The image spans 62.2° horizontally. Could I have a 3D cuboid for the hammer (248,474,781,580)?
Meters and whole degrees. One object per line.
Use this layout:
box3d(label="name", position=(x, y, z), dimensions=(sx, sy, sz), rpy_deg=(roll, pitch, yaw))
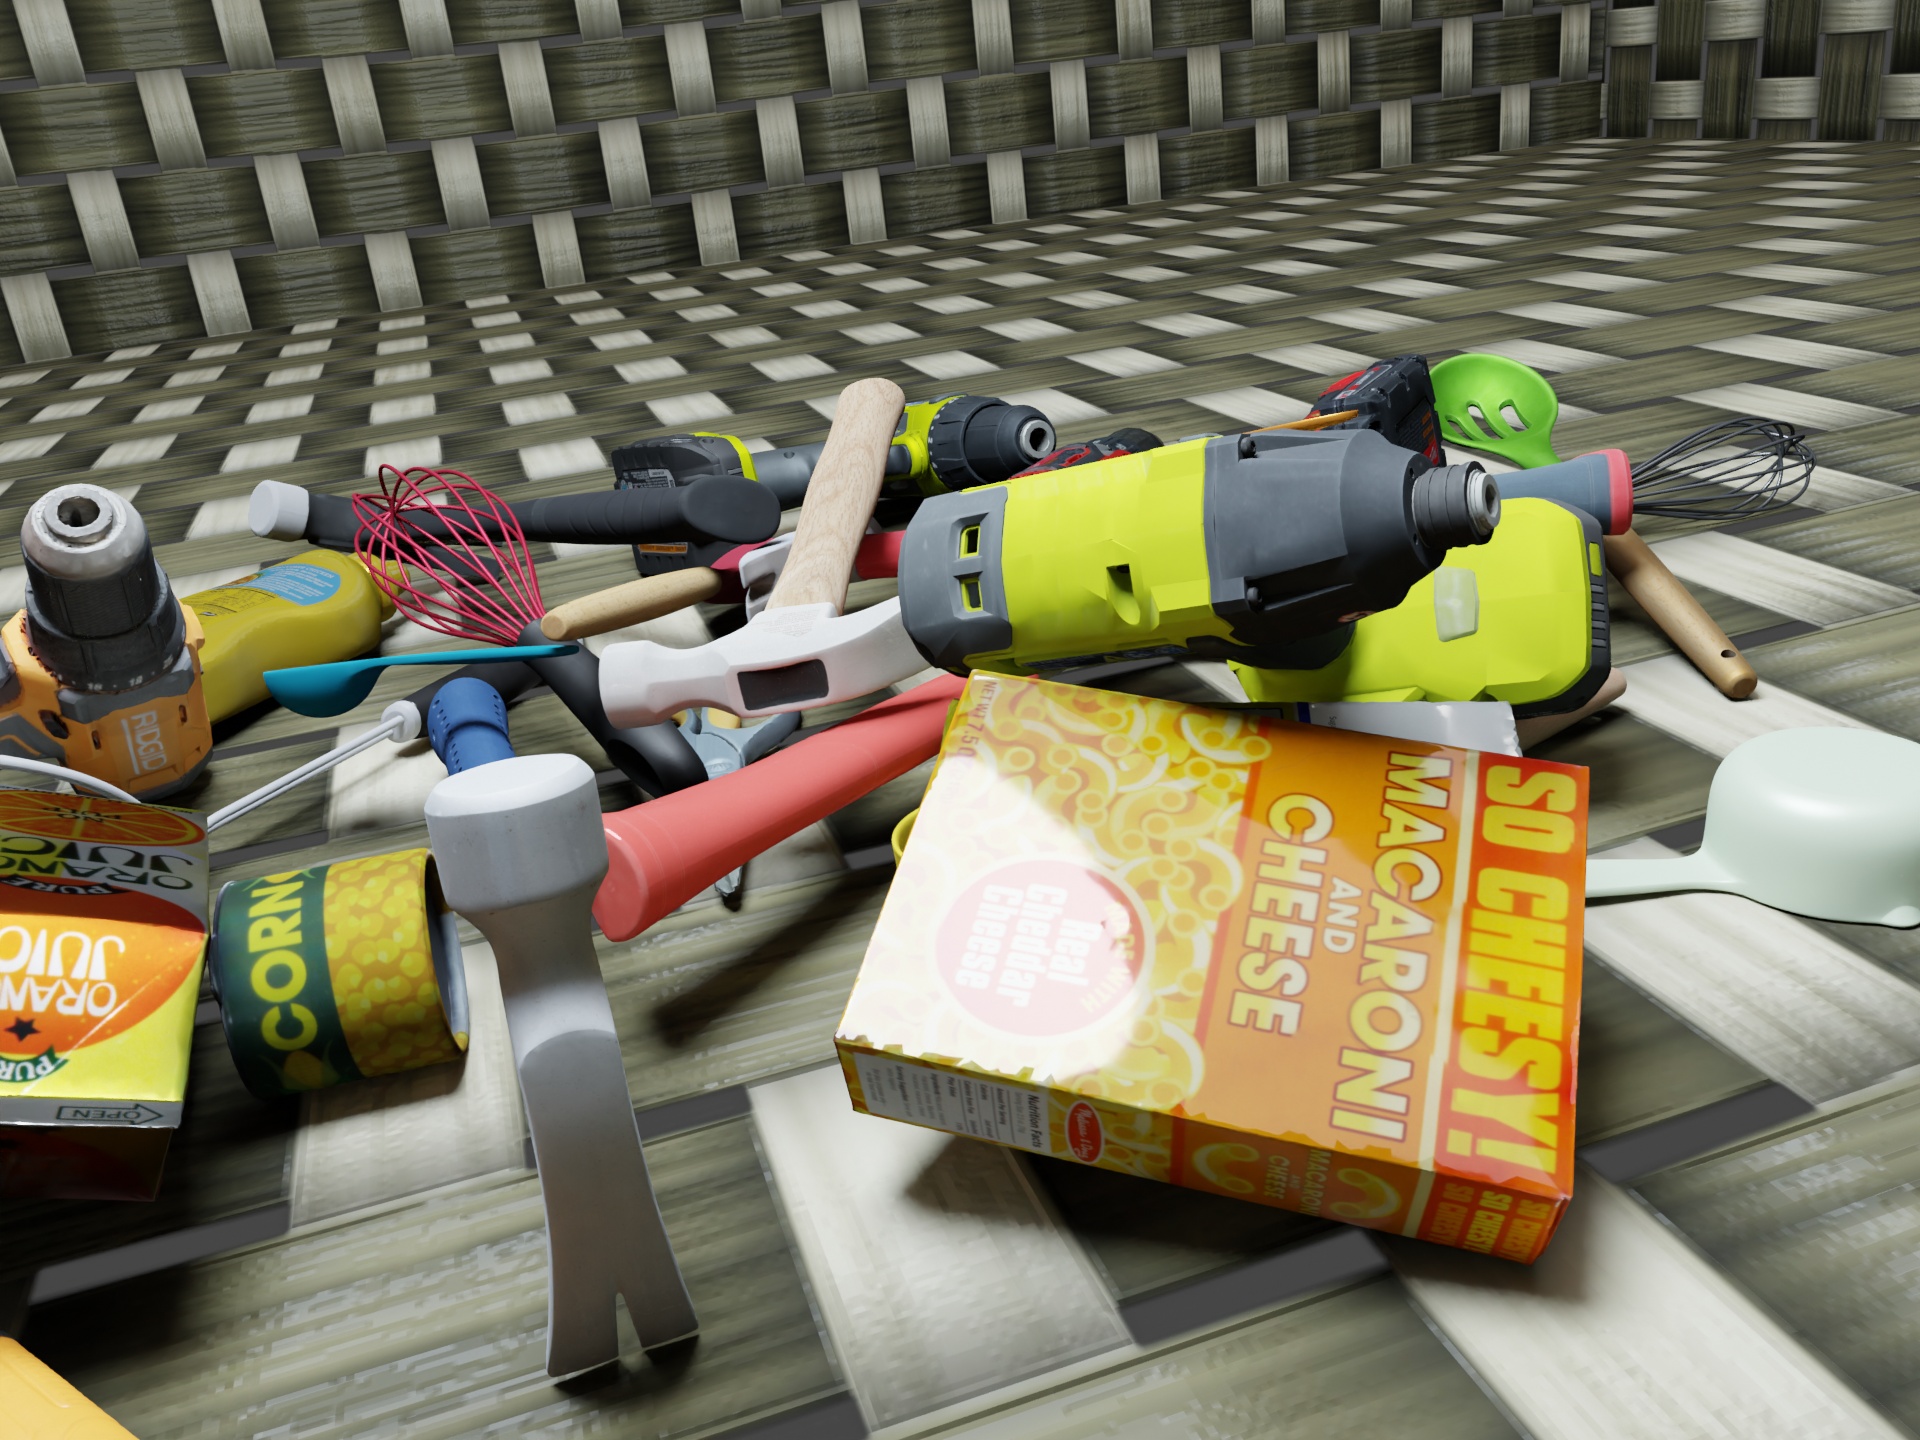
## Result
box3d(label="hammer", position=(-0.222, -0.103, 0.836), dimensions=(0.335, 0.035, 0.146), rpy_deg=(3, -3, 38))

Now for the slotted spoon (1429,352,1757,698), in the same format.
box3d(label="slotted spoon", position=(0.292, -0.101, 0.753), dimensions=(0.070, 0.031, 0.314), rpy_deg=(-13, 35, 3))

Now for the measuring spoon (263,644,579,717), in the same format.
box3d(label="measuring spoon", position=(-0.204, -0.015, 0.606), dimensions=(0.128, 0.021, 0.042), rpy_deg=(-4, 6, 13))

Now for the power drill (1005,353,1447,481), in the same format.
box3d(label="power drill", position=(0.139, -0.133, 0.856), dimensions=(0.227, 0.080, 0.188), rpy_deg=(-5, 20, 31))

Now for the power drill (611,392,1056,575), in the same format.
box3d(label="power drill", position=(-0.072, -0.148, 0.945), dimensions=(0.228, 0.080, 0.191), rpy_deg=(-18, 15, -29))

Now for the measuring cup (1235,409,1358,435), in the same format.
box3d(label="measuring cup", position=(0.078, -0.075, 0.607), dimensions=(0.174, 0.052, 0.095), rpy_deg=(-9, 6, 42))

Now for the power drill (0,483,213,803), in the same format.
box3d(label="power drill", position=(-0.405, -0.003, 0.601), dimensions=(0.226, 0.185, 0.084), rpy_deg=(-22, 70, -30))

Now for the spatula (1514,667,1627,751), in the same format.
box3d(label="spatula", position=(0.131, 0.035, 0.550), dimensions=(0.316, 0.018, 0.060), rpy_deg=(-21, 31, -29))

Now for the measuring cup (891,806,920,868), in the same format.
box3d(label="measuring cup", position=(0.048, 0.036, 0.563), dimensions=(0.156, 0.029, 0.062), rpy_deg=(-17, 24, -29))

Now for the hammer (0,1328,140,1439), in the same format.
box3d(label="hammer", position=(-0.220, 0.154, 0.342), dimensions=(0.337, 0.034, 0.127), rpy_deg=(11, 27, 35))

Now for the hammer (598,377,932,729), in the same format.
box3d(label="hammer", position=(-0.051, -0.089, 0.684), dimensions=(0.130, 0.031, 0.332), rpy_deg=(-6, 28, 7))

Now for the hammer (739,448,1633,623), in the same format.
box3d(label="hammer", position=(0.094, -0.082, 0.713), dimensions=(0.386, 0.038, 0.143), rpy_deg=(-3, 16, 16))

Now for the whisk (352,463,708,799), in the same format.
box3d(label="whisk", position=(-0.189, -0.042, 0.688), dimensions=(0.073, 0.073, 0.296), rpy_deg=(-22, 41, -32))

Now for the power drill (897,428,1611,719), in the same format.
box3d(label="power drill", position=(0.114, -0.041, 0.503), dimensions=(0.171, 0.080, 0.223), rpy_deg=(-6, -6, 38))

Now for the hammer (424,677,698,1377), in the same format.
box3d(label="hammer", position=(-0.144, 0.046, 0.506), dimensions=(0.035, 0.144, 0.406), rpy_deg=(-12, 14, -18))

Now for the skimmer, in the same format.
box3d(label="skimmer", position=(-0.292, -0.002, 0.662), dimensions=(0.127, 0.090, 0.363), rpy_deg=(-30, 6, 33))

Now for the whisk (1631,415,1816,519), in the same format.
box3d(label="whisk", position=(0.334, -0.111, 0.817), dimensions=(0.239, 0.055, 0.055), rpy_deg=(-16, 24, -10))

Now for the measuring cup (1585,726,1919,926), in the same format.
box3d(label="measuring cup", position=(0.232, 0.032, 0.501), dimensions=(0.167, 0.038, 0.083), rpy_deg=(-4, 23, 0))

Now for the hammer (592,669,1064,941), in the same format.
box3d(label="hammer", position=(-0.001, -0.002, 0.593), dimensions=(0.149, 0.036, 0.359), rpy_deg=(1, 17, 32))

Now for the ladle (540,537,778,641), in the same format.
box3d(label="ladle", position=(-0.125, -0.060, 0.729), dimensions=(0.069, 0.031, 0.315), rpy_deg=(-21, 6, 11))
